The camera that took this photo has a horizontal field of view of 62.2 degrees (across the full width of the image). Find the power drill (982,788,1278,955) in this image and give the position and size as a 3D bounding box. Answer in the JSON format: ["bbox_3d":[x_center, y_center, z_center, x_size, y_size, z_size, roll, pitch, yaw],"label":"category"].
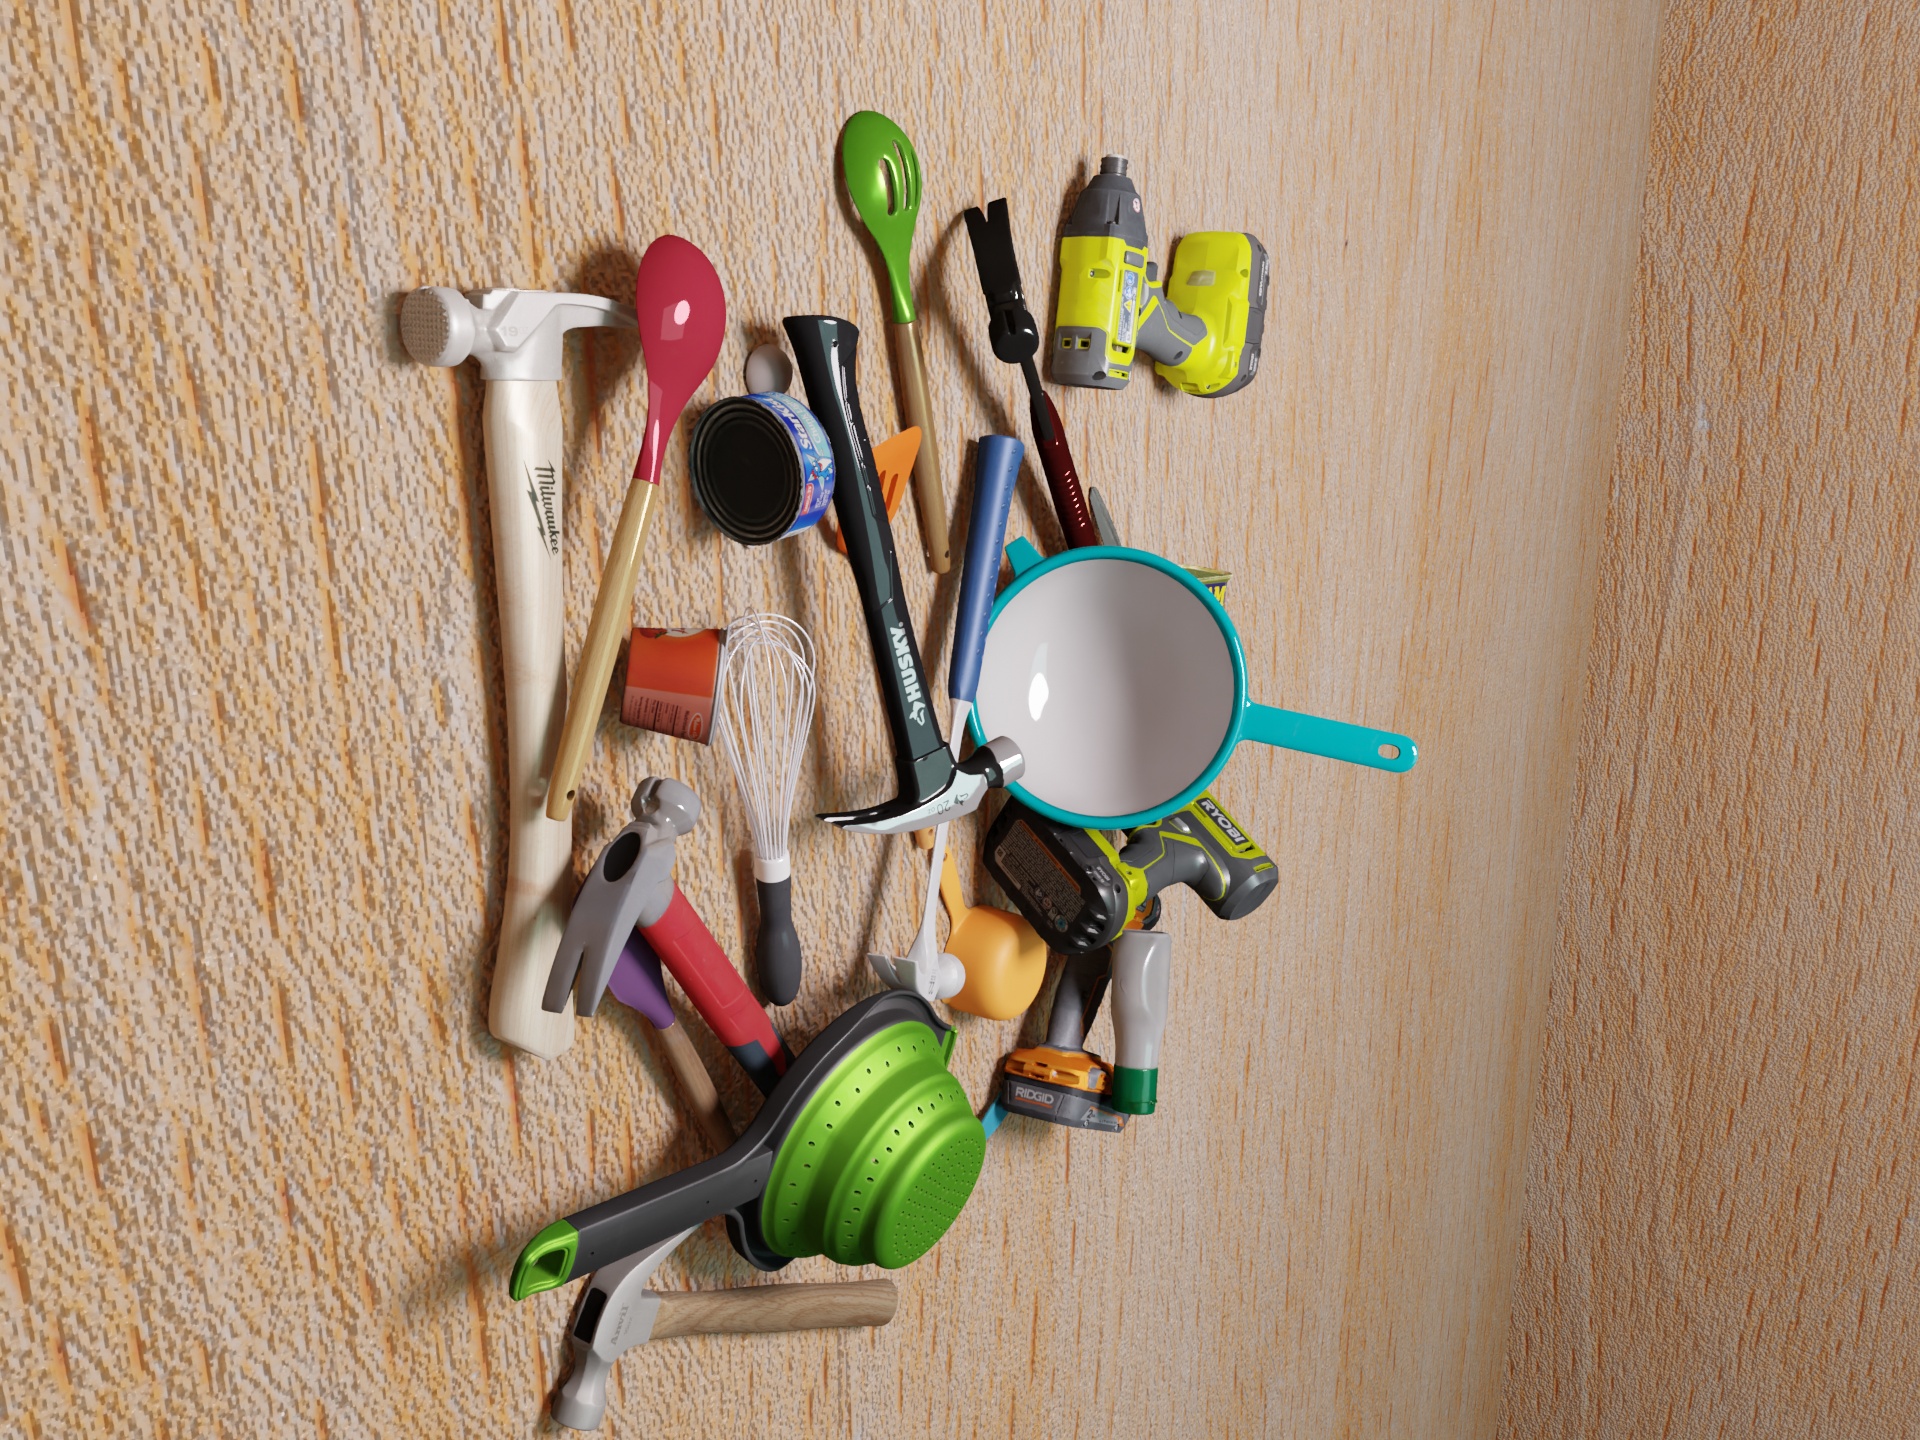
[{"bbox_3d":[0.131,0.093,1.293,0.228,0.191,0.080,-11,141,-44],"label":"power drill"}]

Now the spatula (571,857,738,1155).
[{"bbox_3d":[-0.173,0.196,0.972,0.060,0.018,0.315,-66,153,-42],"label":"spatula"}]

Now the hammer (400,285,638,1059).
[{"bbox_3d":[-0.219,-0.018,0.848,0.146,0.038,0.410,-18,115,-54],"label":"hammer"}]

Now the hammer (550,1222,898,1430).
[{"bbox_3d":[-0.140,0.402,1.093,0.331,0.031,0.130,28,77,-56],"label":"hammer"}]

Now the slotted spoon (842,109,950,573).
[{"bbox_3d":[-0.032,-0.243,1.063,0.070,0.031,0.313,-40,132,-43],"label":"slotted spoon"}]

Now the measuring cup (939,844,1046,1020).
[{"bbox_3d":[0.021,0.162,1.236,0.095,0.052,0.173,-50,139,-35],"label":"measuring cup"}]

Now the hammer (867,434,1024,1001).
[{"bbox_3d":[-0.002,-0.004,1.128,0.144,0.035,0.405,29,69,-73],"label":"hammer"}]

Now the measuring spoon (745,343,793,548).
[{"bbox_3d":[-0.117,-0.165,0.967,0.034,0.018,0.124,-6,105,-55],"label":"measuring spoon"}]

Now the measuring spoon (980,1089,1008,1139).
[{"bbox_3d":[0.017,0.333,1.321,0.128,0.021,0.042,-40,120,-55],"label":"measuring spoon"}]

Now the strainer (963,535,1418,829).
[{"bbox_3d":[0.172,-0.011,1.215,0.095,0.340,0.211,-5,108,-87],"label":"strainer"}]

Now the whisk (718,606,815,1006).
[{"bbox_3d":[-0.120,0.063,1.000,0.070,0.070,0.284,-32,130,-47],"label":"whisk"}]

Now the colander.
[{"bbox_3d":[-0.095,0.292,0.971,0.397,0.095,0.204,-6,118,-56],"label":"colander"}]

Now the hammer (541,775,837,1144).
[{"bbox_3d":[-0.139,0.204,0.983,0.385,0.038,0.143,69,32,-48],"label":"hammer"}]

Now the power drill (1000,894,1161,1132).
[{"bbox_3d":[0.117,0.234,1.376,0.164,0.084,0.226,27,72,-55],"label":"power drill"}]

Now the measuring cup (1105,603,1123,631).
[{"bbox_3d":[0.128,-0.063,1.283,0.062,0.029,0.156,-40,162,-56],"label":"measuring cup"}]

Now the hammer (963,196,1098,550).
[{"bbox_3d":[0.069,-0.204,1.184,0.358,0.036,0.149,65,13,-51],"label":"hammer"}]

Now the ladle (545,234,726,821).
[{"bbox_3d":[-0.174,-0.101,0.836,0.069,0.031,0.315,16,87,-59],"label":"ladle"}]

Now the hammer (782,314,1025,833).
[{"bbox_3d":[-0.055,-0.086,0.987,0.146,0.035,0.334,-25,113,-29],"label":"hammer"}]

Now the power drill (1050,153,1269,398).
[{"bbox_3d":[0.159,-0.344,1.270,0.223,0.080,0.171,-5,104,-52],"label":"power drill"}]

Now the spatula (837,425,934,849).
[{"bbox_3d":[-0.041,-0.043,1.096,0.081,0.041,0.322,-38,131,-40],"label":"spatula"}]
